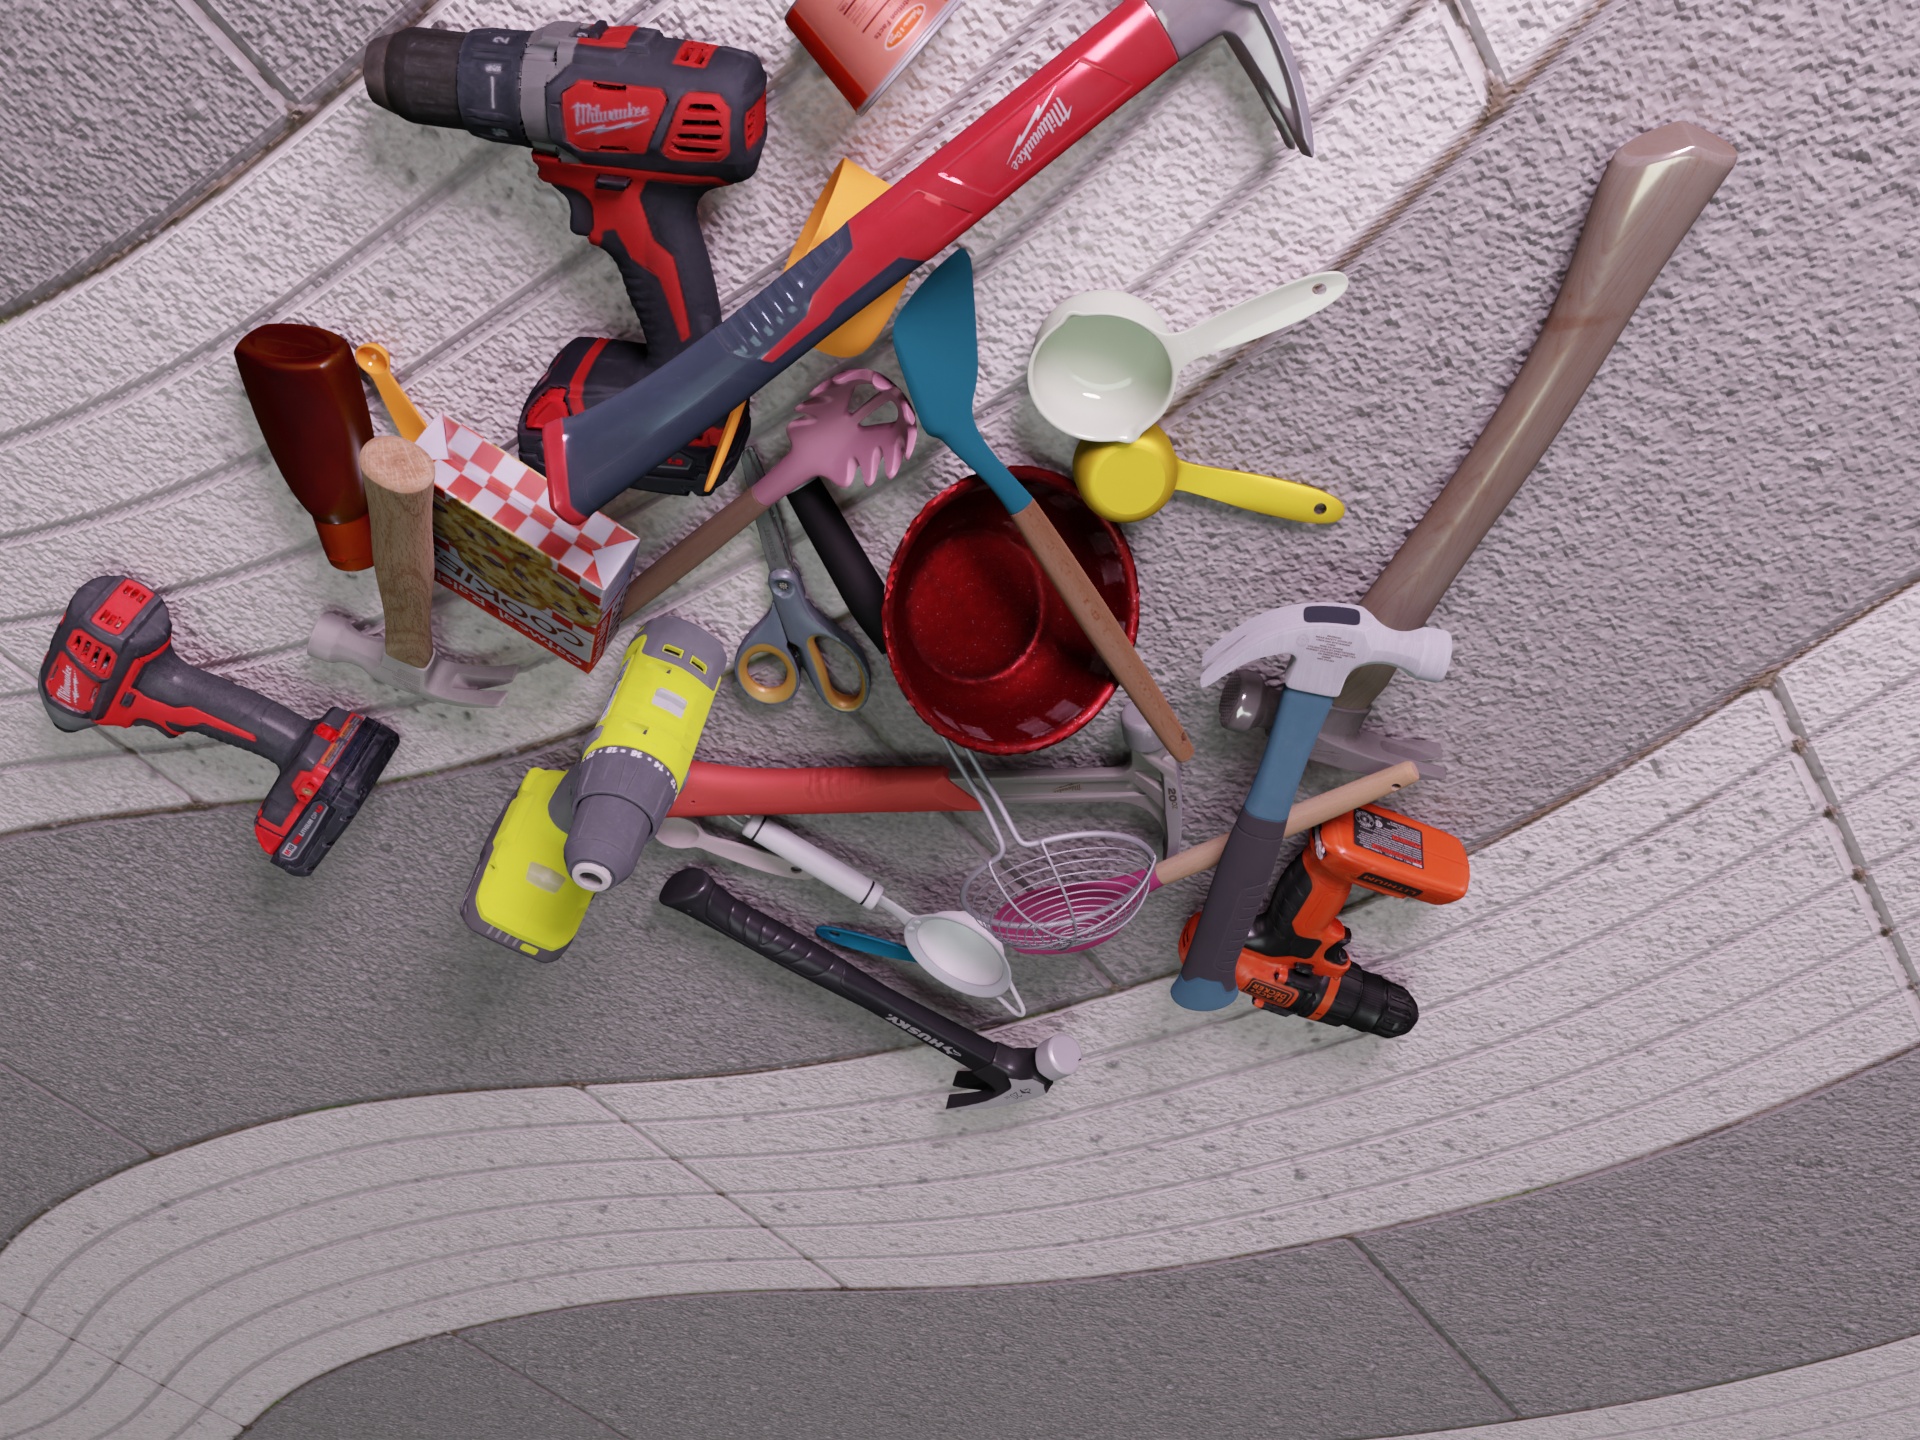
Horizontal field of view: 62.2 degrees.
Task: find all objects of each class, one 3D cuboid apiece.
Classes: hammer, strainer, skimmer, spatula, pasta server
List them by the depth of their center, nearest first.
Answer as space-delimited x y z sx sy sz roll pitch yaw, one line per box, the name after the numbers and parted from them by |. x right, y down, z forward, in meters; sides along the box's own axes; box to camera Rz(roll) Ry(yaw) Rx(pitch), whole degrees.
-0.025 -0.204 0.720 0.386 0.038 0.143 -37 121 7 | hammer
0.286 -0.120 0.855 0.146 0.038 0.410 16 134 -8 | hammer
0.054 -0.097 0.859 0.044 0.082 0.317 -13 123 42 | spatula
-0.131 -0.112 0.905 0.060 0.040 0.316 46 133 -18 | pasta server
-0.314 -0.075 0.908 0.130 0.031 0.331 22 158 -11 | hammer
-0.002 -0.003 0.980 0.127 0.090 0.363 -25 106 20 | skimmer
0.186 0.066 0.980 0.128 0.033 0.330 13 130 3 | hammer
-0.032 0.053 1.071 0.359 0.037 0.149 -2 133 10 | hammer
-0.055 0.127 1.134 0.258 0.050 0.087 32 142 -8 | strainer
-0.080 0.206 1.216 0.334 0.035 0.146 32 141 -16 | hammer

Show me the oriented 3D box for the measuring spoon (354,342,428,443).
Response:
-0.315 -0.171 0.923 0.021 0.011 0.116 -3 136 17 | measuring spoon

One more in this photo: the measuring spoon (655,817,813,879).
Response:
-0.161 0.089 1.145 0.124 0.018 0.034 21 133 -20 | measuring spoon

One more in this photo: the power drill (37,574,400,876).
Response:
-0.512 0.007 1.080 0.219 0.079 0.143 34 129 -19 | power drill

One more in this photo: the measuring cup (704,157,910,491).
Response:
-0.071 -0.183 0.779 0.052 0.095 0.173 22 94 -16 | measuring cup

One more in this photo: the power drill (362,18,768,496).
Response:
-0.191 -0.234 0.798 0.188 0.080 0.226 7 131 2 | power drill

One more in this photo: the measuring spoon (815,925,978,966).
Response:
-0.046 0.166 1.200 0.128 0.021 0.042 12 139 10 | measuring spoon

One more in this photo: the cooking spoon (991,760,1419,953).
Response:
0.153 0.092 1.044 0.319 0.017 0.068 -27 122 31 | cooking spoon

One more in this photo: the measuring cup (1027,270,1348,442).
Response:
0.114 -0.199 0.808 0.167 0.038 0.083 -18 128 22 | measuring cup

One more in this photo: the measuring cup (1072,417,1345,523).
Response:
0.139 -0.126 0.871 0.156 0.029 0.062 11 118 -6 | measuring cup

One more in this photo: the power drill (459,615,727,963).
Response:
-0.236 0.061 1.010 0.080 0.191 0.228 29 135 -18 | power drill
